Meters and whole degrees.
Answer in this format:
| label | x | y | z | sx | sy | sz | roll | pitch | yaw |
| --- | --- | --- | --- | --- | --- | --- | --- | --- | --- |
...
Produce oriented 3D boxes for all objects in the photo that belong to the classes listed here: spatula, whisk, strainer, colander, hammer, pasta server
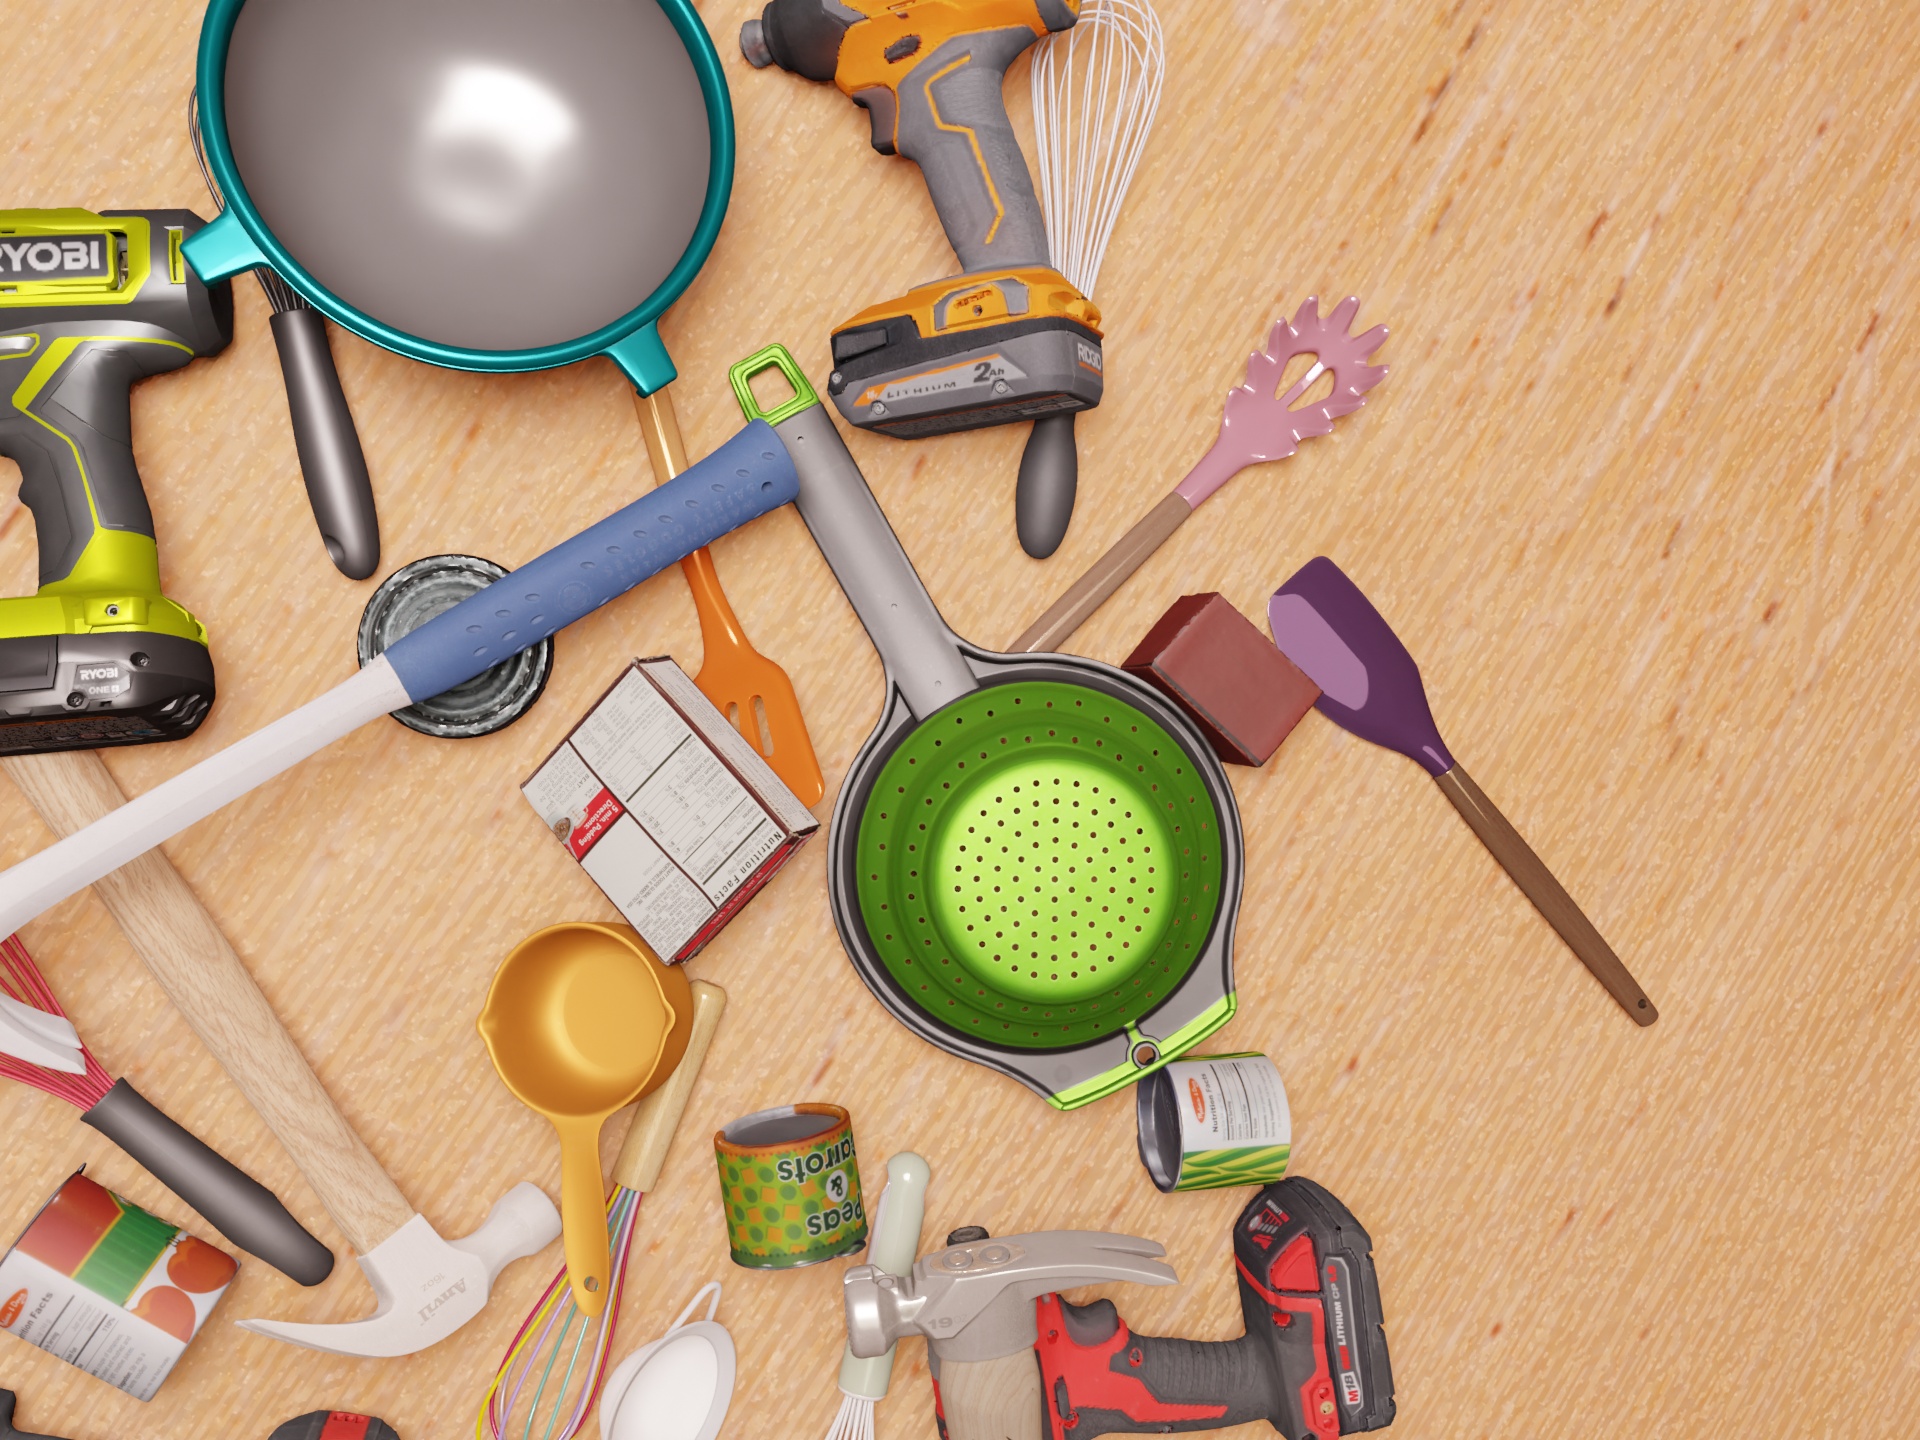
| label | x | y | z | sx | sy | sz | roll | pitch | yaw |
| --- | --- | --- | --- | --- | --- | --- | --- | --- | --- |
| spatula | 0.271 | 0.046 | 0.846 | 0.060 | 0.018 | 0.316 | -42 | 98 | -7 |
| whisk | -0.390 | 0.152 | 0.693 | 0.073 | 0.073 | 0.295 | -46 | 104 | -7 |
| whisk | -0.166 | 0.239 | 0.748 | 0.047 | 0.051 | 0.245 | 22 | 84 | -6 |
| strainer | -0.200 | -0.308 | 0.694 | 0.211 | 0.095 | 0.340 | 11 | 82 | -19 |
| colander | -0.001 | -0.002 | 0.732 | 0.204 | 0.094 | 0.397 | -29 | 91 | -2 |
| spatula | -0.136 | -0.107 | 0.747 | 0.081 | 0.041 | 0.322 | -15 | 92 | 14 |
| hammer | -0.241 | -0.008 | 0.659 | 0.405 | 0.035 | 0.143 | -34 | 132 | -18 |
| whisk | -0.294 | -0.181 | 0.711 | 0.055 | 0.055 | 0.239 | -13 | 98 | -11 |
| pasta server | 0.093 | -0.093 | 0.797 | 0.316 | 0.040 | 0.060 | -44 | 87 | -6 |
| whisk | -0.051 | 0.333 | 0.773 | 0.059 | 0.058 | 0.246 | 13 | 84 | -4 |
| strainer | -0.151 | 0.389 | 0.742 | 0.086 | 0.050 | 0.258 | 17 | 79 | -56 |
| hammer | 0.039 | 0.431 | 0.748 | 0.146 | 0.038 | 0.410 | -7 | 105 | -5 |
| whisk | 0.056 | -0.221 | 0.780 | 0.070 | 0.070 | 0.284 | 6 | 95 | -12 |
| hammer | -0.321 | 0.136 | 0.701 | 0.130 | 0.031 | 0.331 | -37 | 93 | -41 |

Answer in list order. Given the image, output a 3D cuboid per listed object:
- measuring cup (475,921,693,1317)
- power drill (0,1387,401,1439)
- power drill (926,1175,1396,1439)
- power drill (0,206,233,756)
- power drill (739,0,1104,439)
| label | x | y | z | sx | sy | sz | roll | pitch | yaw |
| --- | --- | --- | --- | --- | --- | --- | --- | --- | --- |
| measuring cup | -0.164 | 0.177 | 0.727 | 0.095 | 0.052 | 0.174 | -5 | 86 | 11 |
| power drill | -0.372 | 0.388 | 0.690 | 0.226 | 0.080 | 0.188 | 14 | 89 | -13 |
| power drill | 0.092 | 0.304 | 0.788 | 0.219 | 0.078 | 0.143 | -10 | 94 | -8 |
| power drill | -0.405 | -0.104 | 0.661 | 0.190 | 0.080 | 0.228 | -6 | 80 | -13 |
| power drill | -0.019 | -0.250 | 0.734 | 0.164 | 0.084 | 0.226 | -5 | 91 | 22 |
